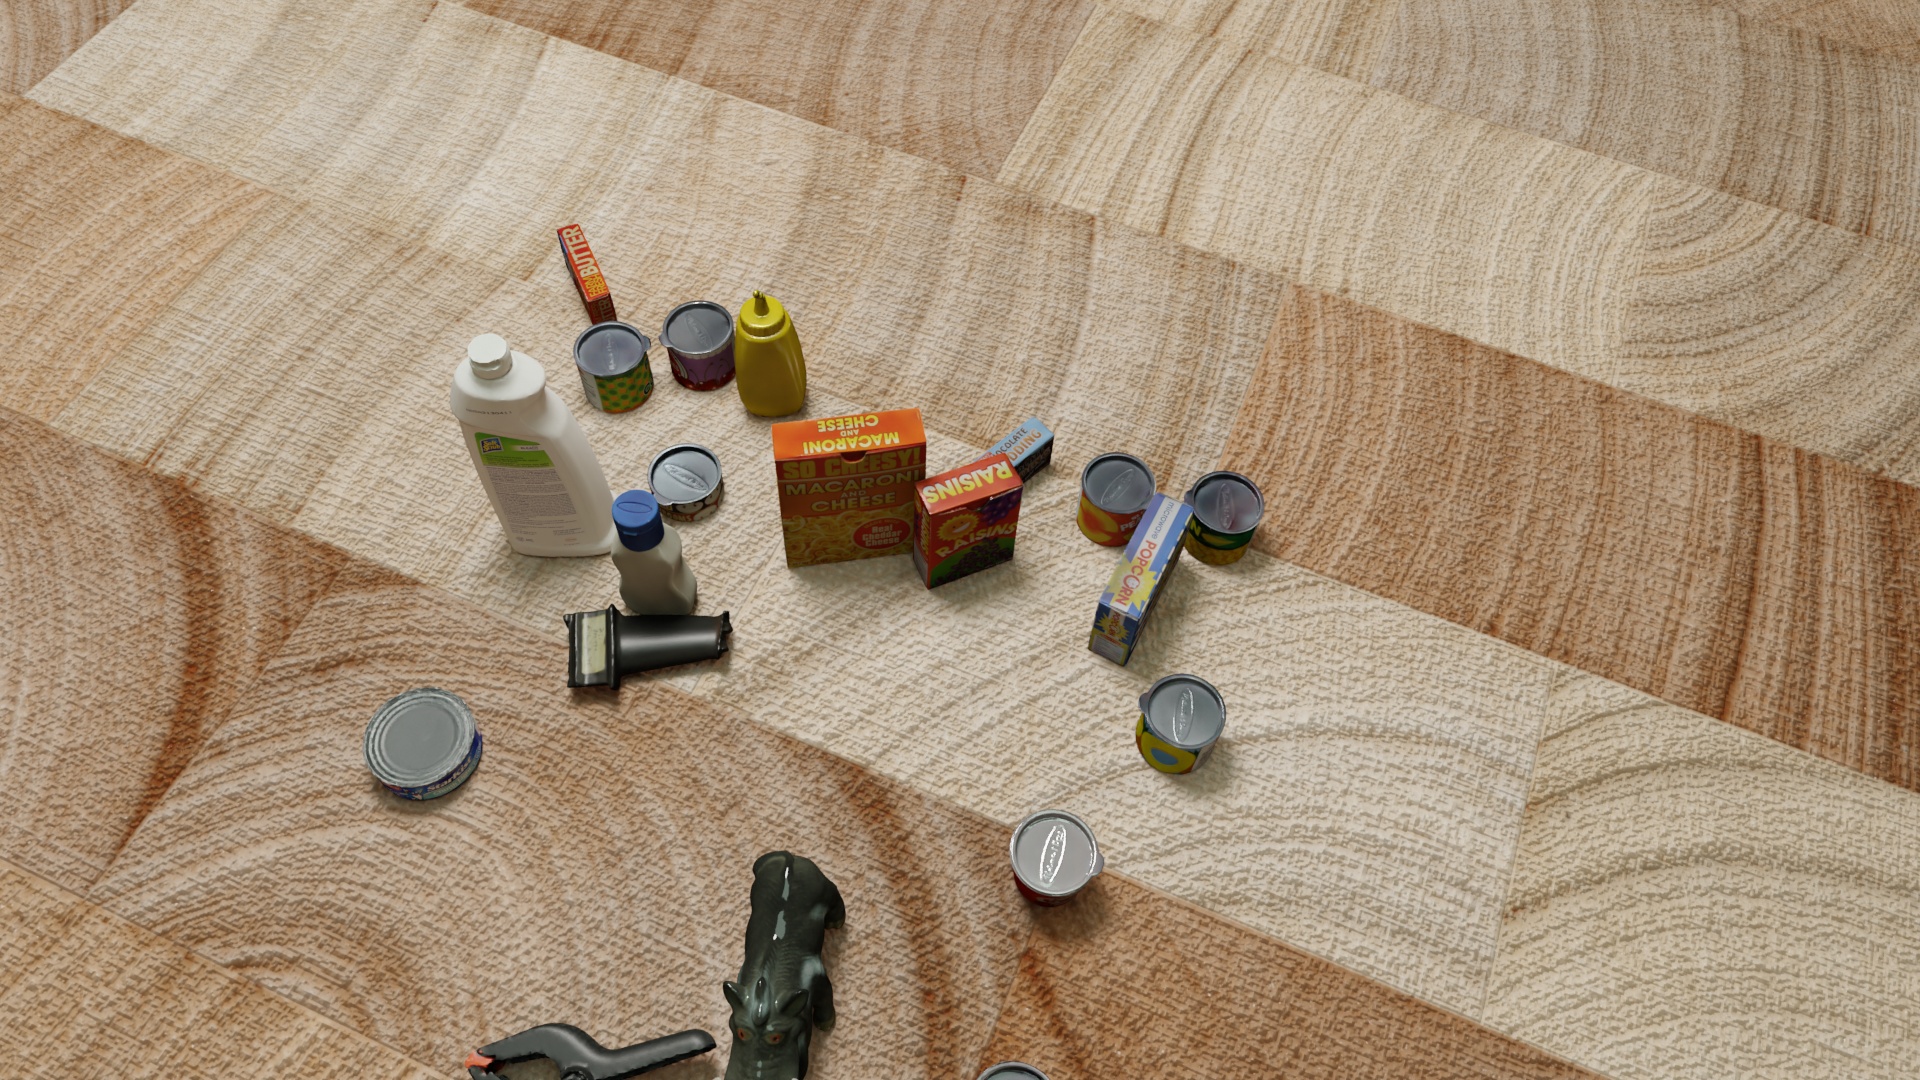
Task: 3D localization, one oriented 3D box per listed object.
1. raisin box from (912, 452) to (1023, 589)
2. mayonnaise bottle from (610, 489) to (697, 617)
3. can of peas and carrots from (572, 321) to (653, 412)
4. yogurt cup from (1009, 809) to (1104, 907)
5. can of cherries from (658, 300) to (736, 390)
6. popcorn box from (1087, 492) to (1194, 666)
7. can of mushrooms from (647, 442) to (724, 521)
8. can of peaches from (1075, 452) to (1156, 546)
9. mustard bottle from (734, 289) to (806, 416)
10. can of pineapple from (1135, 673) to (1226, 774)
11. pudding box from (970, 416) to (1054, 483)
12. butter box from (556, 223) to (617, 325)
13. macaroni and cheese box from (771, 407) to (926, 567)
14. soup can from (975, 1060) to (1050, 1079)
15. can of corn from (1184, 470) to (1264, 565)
[{"bbox_3d":[0.004,-0.015,1.189,0.086,0.122,0.040,-19,61,-14],"label":"raisin box"},{"bbox_3d":[-0.256,0.013,1.143,0.065,0.147,0.041,8,58,2],"label":"mayonnaise bottle"},{"bbox_3d":[-0.322,-0.163,1.303,0.071,0.058,0.071,1,58,-2],"label":"can of peas and carrots"},{"bbox_3d":[0.070,0.247,1.068,0.072,0.053,0.073,1,58,-2],"label":"yogurt cup"},{"bbox_3d":[-0.249,-0.184,1.321,0.071,0.058,0.072,1,58,-2],"label":"can of cherries"},{"bbox_3d":[0.155,0.033,1.189,0.038,0.084,0.127,24,60,12],"label":"popcorn box"},{"bbox_3d":[-0.248,-0.051,1.251,0.071,0.033,0.071,1,58,-2],"label":"can of mushrooms"},{"bbox_3d":[0.140,-0.035,1.247,0.071,0.057,0.071,1,58,-2],"label":"can of peaches"},{"bbox_3d":[-0.175,-0.175,1.259,0.065,0.159,0.049,-1,58,-4],"label":"mustard bottle"},{"bbox_3d":[0.177,0.149,1.133,0.071,0.057,0.071,1,58,-2],"label":"can of pineapple"},{"bbox_3d":[0.046,-0.071,1.270,0.084,0.049,0.030,-38,67,-23],"label":"pudding box"},{"bbox_3d":[-0.366,-0.257,1.364,0.024,0.053,0.104,-21,61,-15],"label":"butter box"},{"bbox_3d":[-0.092,-0.041,1.175,0.124,0.165,0.040,-7,59,-7],"label":"macaroni and cheese box"},{"bbox_3d":[0.035,0.402,0.951,0.071,0.083,0.071,1,58,-2],"label":"soup can"},{"bbox_3d":[0.230,-0.020,1.242,0.071,0.058,0.071,1,58,-2],"label":"can of corn"}]
